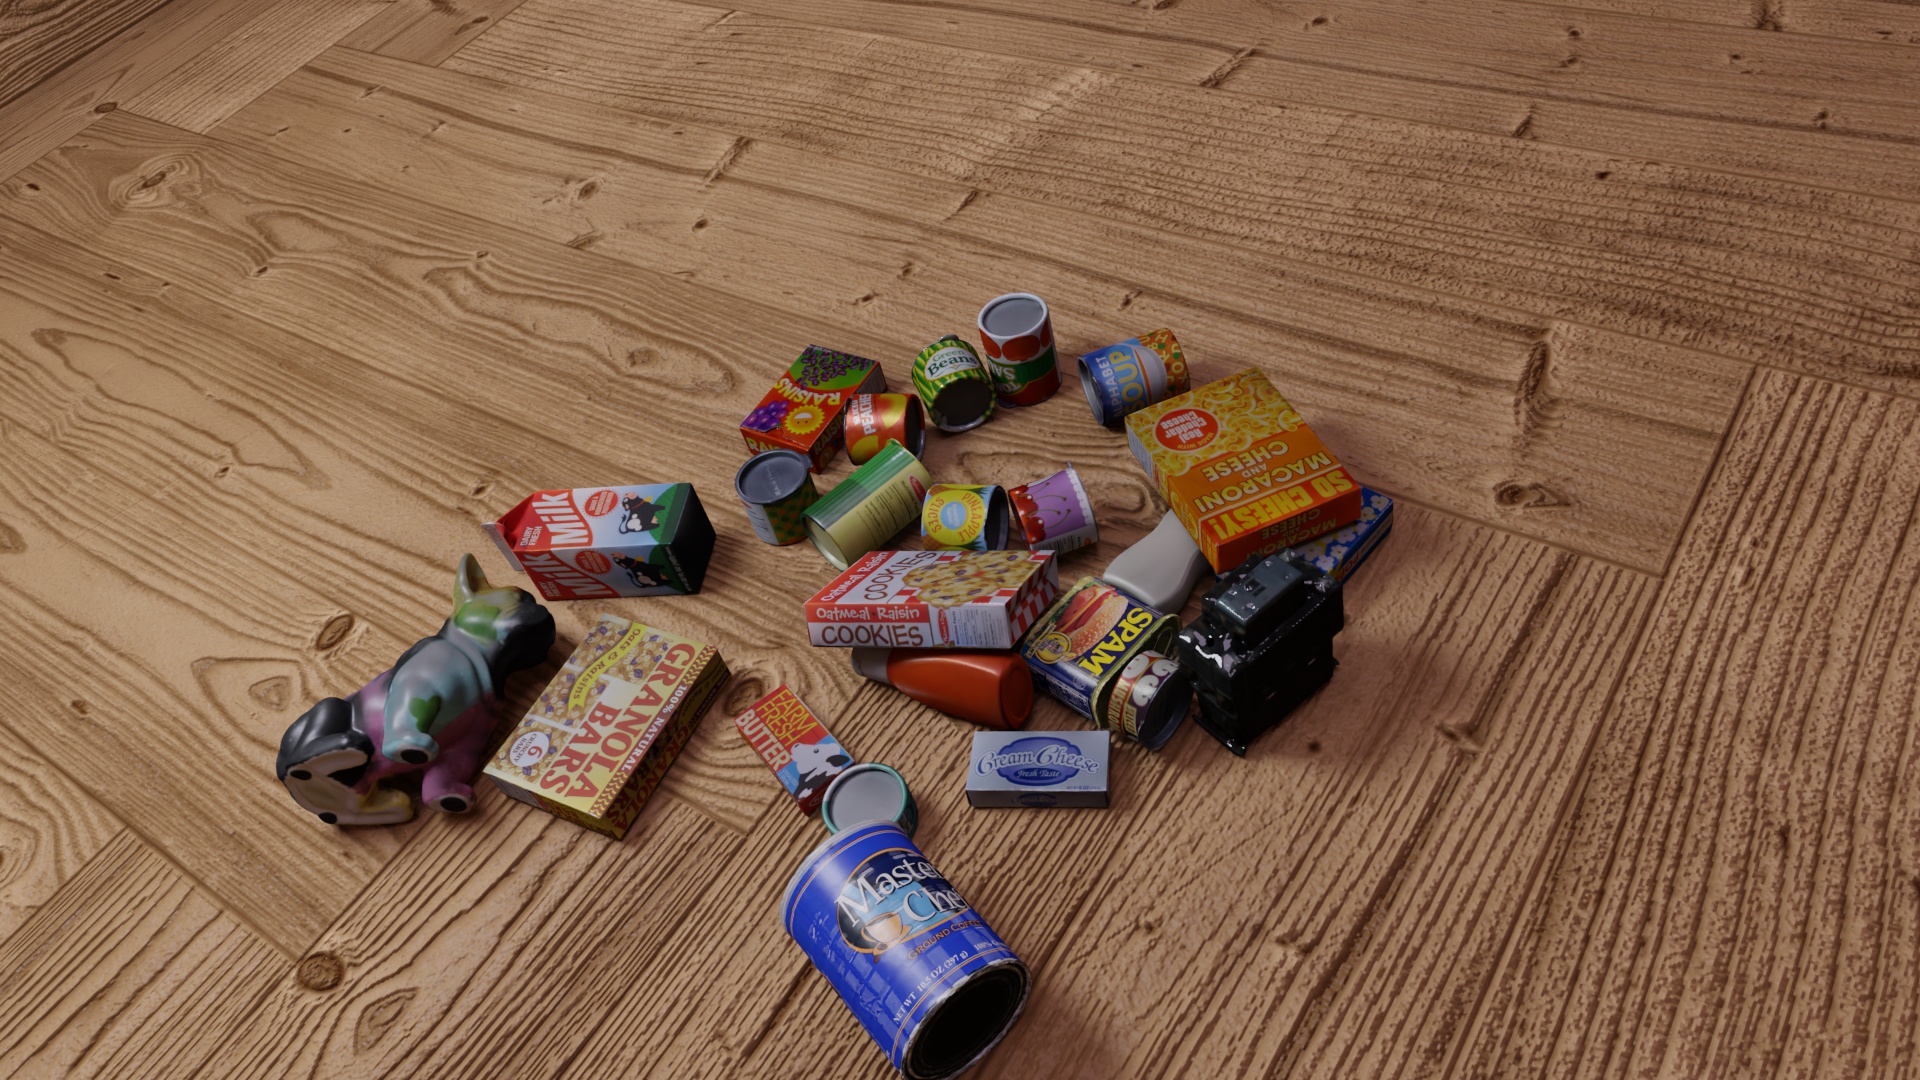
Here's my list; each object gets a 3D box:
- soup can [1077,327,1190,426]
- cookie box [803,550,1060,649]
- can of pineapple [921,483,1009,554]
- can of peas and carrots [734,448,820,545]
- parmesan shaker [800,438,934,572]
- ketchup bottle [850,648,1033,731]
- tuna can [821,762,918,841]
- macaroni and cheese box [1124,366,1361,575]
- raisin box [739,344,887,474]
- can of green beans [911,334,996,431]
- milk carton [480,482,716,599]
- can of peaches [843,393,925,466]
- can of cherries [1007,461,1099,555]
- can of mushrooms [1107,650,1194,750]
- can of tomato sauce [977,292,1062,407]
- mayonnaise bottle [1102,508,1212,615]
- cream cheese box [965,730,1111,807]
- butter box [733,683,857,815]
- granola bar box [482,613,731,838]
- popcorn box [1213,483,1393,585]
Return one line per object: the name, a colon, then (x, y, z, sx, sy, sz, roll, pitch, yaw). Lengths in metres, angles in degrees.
soup can: (0.155, -0.146, 1.237, 0.084, 0.071, 0.071, -19, 47, -2)
cookie box: (-0.021, 0.045, 1.087, 0.167, 0.040, 0.123, -1, 18, 23)
can of pineapple: (0.004, -0.015, 1.160, 0.058, 0.070, 0.071, 2, 50, 18)
can of peas and carrots: (-0.158, -0.040, 1.234, 0.071, 0.058, 0.071, -7, 48, 8)
parmesan shaker: (-0.080, -0.030, 1.196, 0.103, 0.071, 0.071, -39, 51, -19)
ketchup bottle: (-0.017, 0.102, 1.069, 0.149, 0.064, 0.044, 11, 40, 34)
tuna can: (-0.065, 0.199, 1.013, 0.071, 0.032, 0.071, -8, 47, 9)
macaroni and cheese box: (0.222, -0.059, 1.107, 0.124, 0.040, 0.167, -21, 46, -6)
raisin box: (-0.139, -0.126, 1.320, 0.086, 0.040, 0.124, 18, 57, 27)
can of green beans: (-0.006, -0.143, 1.279, 0.071, 0.071, 0.058, -21, 47, -4)
milk carton: (-0.324, 0.002, 1.232, 0.190, 0.072, 0.074, -3, 49, 13)
can of peaches: (-0.068, -0.102, 1.257, 0.058, 0.071, 0.071, 1, 50, 15)
can of cherries: (0.076, -0.023, 1.149, 0.058, 0.071, 0.072, -20, 47, -1)
can of mushrooms: (0.137, 0.117, 1.008, 0.033, 0.070, 0.071, 26, 60, 33)
can of tomato sauce: (0.054, -0.176, 1.281, 0.071, 0.082, 0.071, -8, 47, 8)
mayonnaise bottle: (0.182, 0.003, 1.117, 0.065, 0.041, 0.149, 31, 61, 34)
cream cheese box: (0.058, 0.166, 1.015, 0.104, 0.024, 0.054, -3, 47, 13)
butter box: (-0.127, 0.160, 1.071, 0.053, 0.024, 0.104, -35, 50, -17)
granola bar box: (-0.280, 0.146, 1.115, 0.124, 0.039, 0.166, 13, 54, 26)
popcorn box: (0.271, 0.001, 1.096, 0.085, 0.038, 0.127, 31, 62, 33)
